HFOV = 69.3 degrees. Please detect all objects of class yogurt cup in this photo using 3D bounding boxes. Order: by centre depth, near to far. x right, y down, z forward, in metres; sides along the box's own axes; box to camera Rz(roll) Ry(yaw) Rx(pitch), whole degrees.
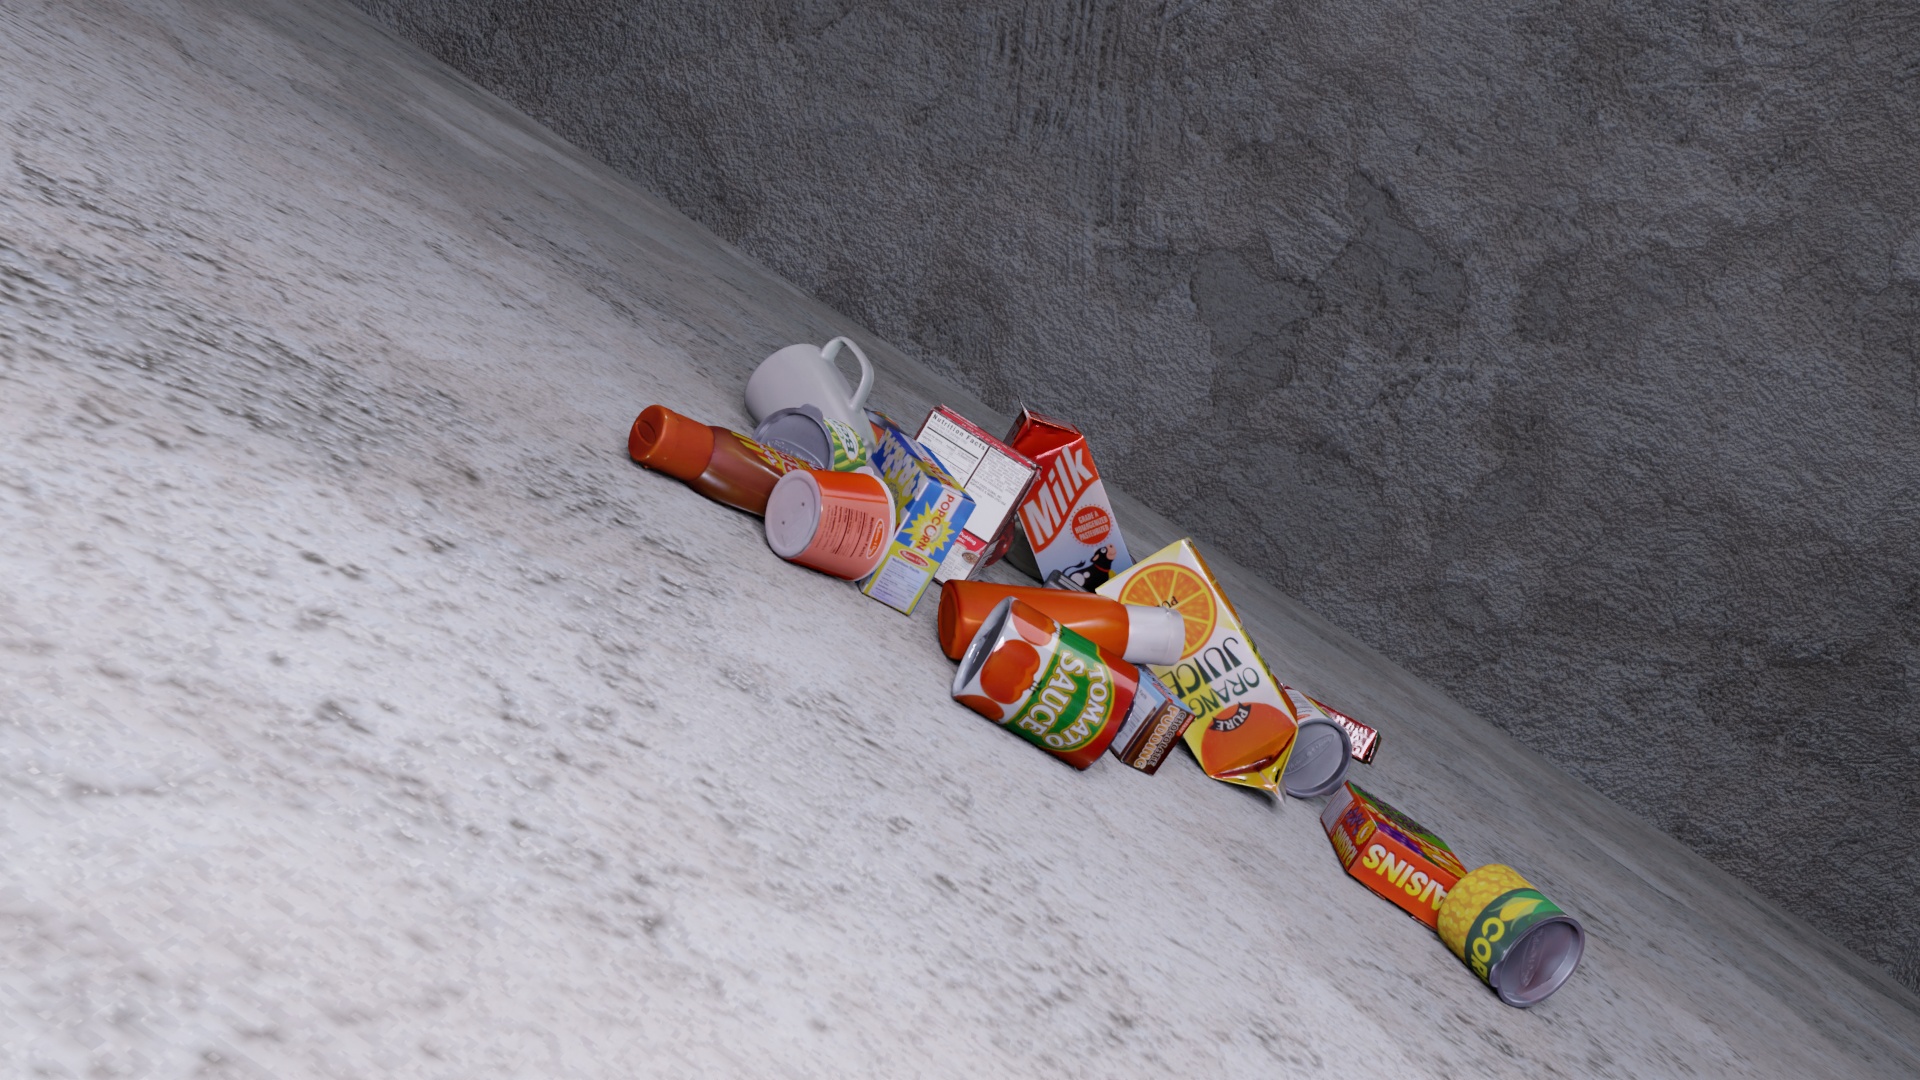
[{"bbox_3d":[-0.081,-0.012,0.837,0.054,0.072,0.072,12,20,-44],"label":"yogurt cup"}]

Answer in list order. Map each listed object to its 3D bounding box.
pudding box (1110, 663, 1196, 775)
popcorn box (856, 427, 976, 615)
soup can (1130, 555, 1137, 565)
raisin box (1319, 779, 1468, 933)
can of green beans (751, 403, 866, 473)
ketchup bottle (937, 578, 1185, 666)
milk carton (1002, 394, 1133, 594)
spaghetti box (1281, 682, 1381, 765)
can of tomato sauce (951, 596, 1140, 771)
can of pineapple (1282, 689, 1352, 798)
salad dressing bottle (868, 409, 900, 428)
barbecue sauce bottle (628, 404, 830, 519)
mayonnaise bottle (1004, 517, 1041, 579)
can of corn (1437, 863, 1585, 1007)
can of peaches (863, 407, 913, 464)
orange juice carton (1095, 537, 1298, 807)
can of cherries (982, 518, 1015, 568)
[{"bbox_3d":[0.107,0.105,0.882,0.030,0.049,0.084,29,9,-30],"label":"pudding box"},{"bbox_3d":[-0.041,-0.016,0.915,0.038,0.085,0.127,27,10,-23],"label":"popcorn box"},{"bbox_3d":[0.135,0.029,1.323,0.071,0.071,0.084,31,8,-7],"label":"soup can"},{"bbox_3d":[0.303,0.219,0.963,0.086,0.040,0.123,33,8,2],"label":"raisin box"},{"bbox_3d":[-0.107,-0.057,0.976,0.071,0.071,0.058,35,9,18],"label":"can of green beans"},{"bbox_3d":[0.063,0.054,0.857,0.149,0.043,0.065,5,20,-13],"label":"ketchup bottle"},{"bbox_3d":[0.082,-0.028,1.127,0.072,0.073,0.190,-97,166,-79],"label":"milk carton"},{"bbox_3d":[0.238,0.120,1.183,0.250,0.028,0.050,27,-3,23],"label":"spaghetti box"},{"bbox_3d":[0.047,0.078,0.764,0.083,0.071,0.071,30,9,-8],"label":"can of tomato sauce"},{"bbox_3d":[0.258,0.157,1.067,0.071,0.071,0.058,29,9,-20],"label":"can of pineapple"},{"bbox_3d":[-0.076,-0.089,1.324,0.064,0.044,0.148,31,9,-16],"label":"salad dressing bottle"},{"bbox_3d":[-0.137,-0.043,0.870,0.148,0.043,0.065,23,14,-44],"label":"barbecue sauce bottle"},{"bbox_3d":[0.072,0.001,1.347,0.065,0.041,0.148,30,10,-3],"label":"mayonnaise bottle"},{"bbox_3d":[0.340,0.246,0.866,0.071,0.071,0.058,27,9,-29],"label":"can of corn"},{"bbox_3d":[-0.083,-0.079,1.203,0.071,0.058,0.071,31,9,-5],"label":"can of peaches"},{"bbox_3d":[0.178,0.096,0.978,0.193,0.073,0.072,59,12,6],"label":"orange juice carton"},{"bbox_3d":[0.004,-0.014,1.110,0.071,0.071,0.058,38,9,34],"label":"can of cherries"}]
